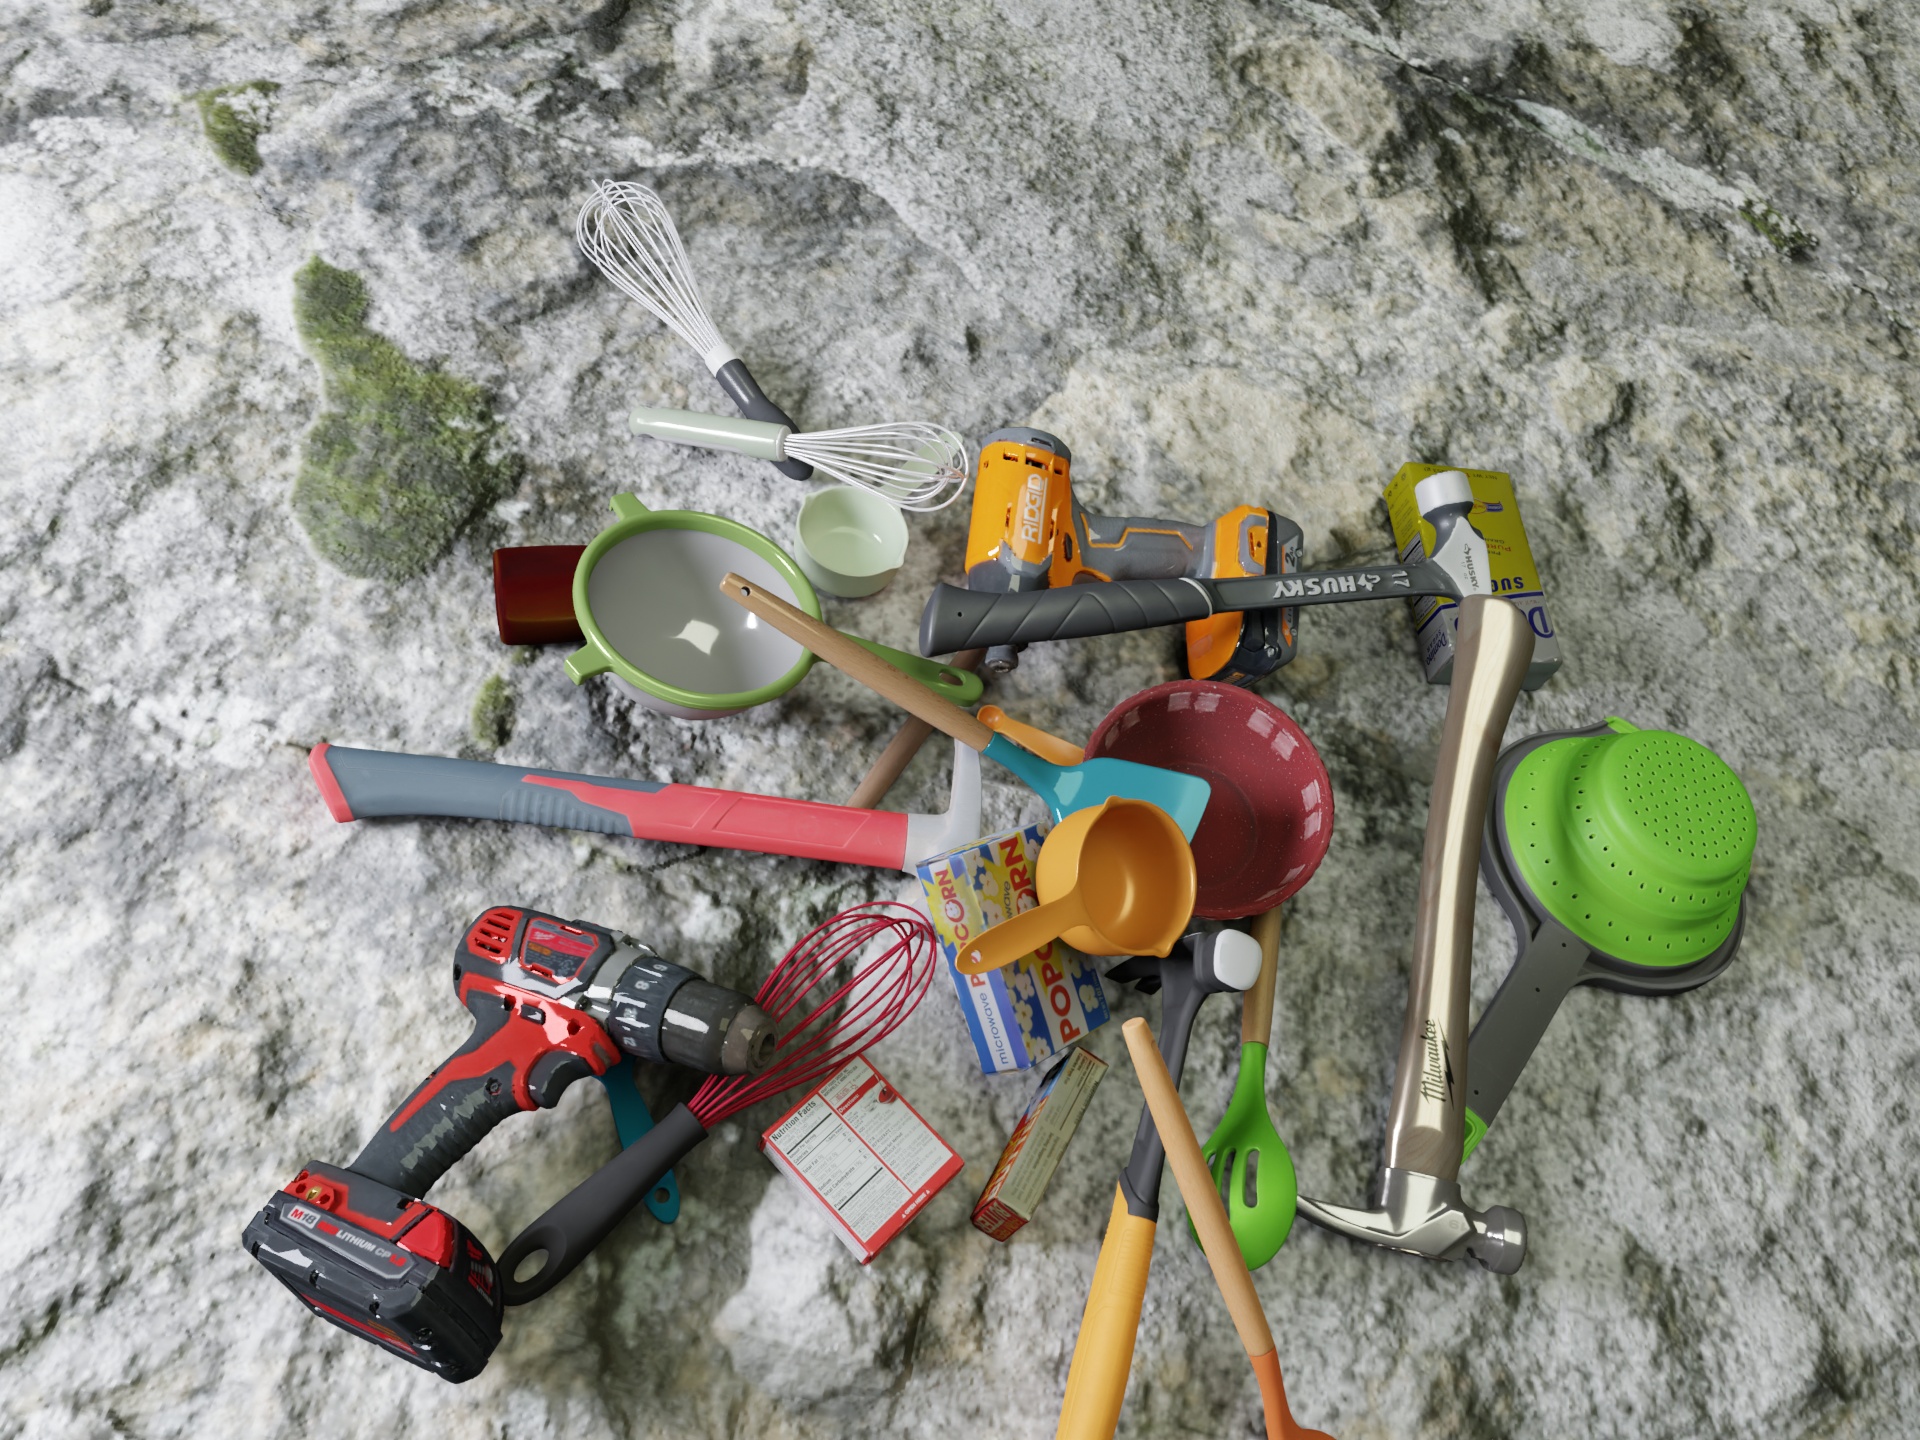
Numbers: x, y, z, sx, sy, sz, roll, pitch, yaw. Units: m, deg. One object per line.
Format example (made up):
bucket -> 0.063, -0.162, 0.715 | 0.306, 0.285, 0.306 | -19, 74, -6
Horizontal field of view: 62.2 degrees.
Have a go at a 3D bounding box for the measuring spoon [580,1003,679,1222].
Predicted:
measuring spoon -> -0.178, 0.208, 0.858 | 0.042, 0.021, 0.129 | -17, 65, -24

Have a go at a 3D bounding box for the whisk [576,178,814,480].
whisk -> -0.187, -0.281, 1.143 | 0.070, 0.070, 0.285 | -29, 75, -28

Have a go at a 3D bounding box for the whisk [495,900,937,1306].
whisk -> -0.126, 0.199, 0.843 | 0.296, 0.073, 0.073 | -40, 75, -21

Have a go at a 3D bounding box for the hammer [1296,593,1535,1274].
hammer -> 0.288, 0.111, 0.969 | 0.146, 0.038, 0.411 | 13, 71, 1

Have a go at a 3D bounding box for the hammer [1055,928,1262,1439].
hammer -> 0.086, 0.279, 0.854 | 0.034, 0.127, 0.337 | 24, 65, -16

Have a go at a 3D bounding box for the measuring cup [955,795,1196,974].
measuring cup -> 0.053, 0.104, 0.882 | 0.173, 0.052, 0.095 | -21, 93, -34

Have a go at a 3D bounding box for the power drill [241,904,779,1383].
power drill -> -0.214, 0.201, 0.789 | 0.188, 0.080, 0.227 | 13, 51, 24

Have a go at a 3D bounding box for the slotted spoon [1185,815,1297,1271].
slotted spoon -> 0.178, 0.175, 0.963 | 0.031, 0.070, 0.314 | 47, 41, -34

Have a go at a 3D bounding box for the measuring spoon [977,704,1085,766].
measuring spoon -> 0.063, 0.023, 1.047 | 0.117, 0.011, 0.021 | 27, 61, -2

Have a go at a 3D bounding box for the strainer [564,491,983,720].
strainer -> -0.115, -0.038, 0.979 | 0.256, 0.069, 0.152 | 16, 49, -15

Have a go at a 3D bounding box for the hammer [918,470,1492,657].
hammer -> 0.167, -0.074, 1.015 | 0.409, 0.036, 0.149 | -7, 78, -19

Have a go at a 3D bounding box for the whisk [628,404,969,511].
whisk -> -0.112, -0.185, 1.075 | 0.246, 0.058, 0.059 | 11, 96, 14

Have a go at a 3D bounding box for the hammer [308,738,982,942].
hammer -> -0.179, 0.039, 0.940 | 0.386, 0.038, 0.143 | 8, 62, -7

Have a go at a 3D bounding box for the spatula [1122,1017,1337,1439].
spatula -> 0.153, 0.298, 0.812 | 0.081, 0.041, 0.322 | -30, 100, -54

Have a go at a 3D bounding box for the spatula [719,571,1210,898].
spatula -> -0.001, -0.003, 0.944 | 0.317, 0.044, 0.082 | 31, 78, -12

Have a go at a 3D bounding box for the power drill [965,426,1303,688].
power drill -> 0.110, -0.089, 1.061 | 0.226, 0.084, 0.164 | 14, 69, -17

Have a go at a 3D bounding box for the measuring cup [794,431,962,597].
measuring cup -> -0.051, -0.146, 1.104 | 0.083, 0.038, 0.168 | 36, 55, 8

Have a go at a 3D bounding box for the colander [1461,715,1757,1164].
colander -> 0.411, 0.122, 1.025 | 0.204, 0.094, 0.397 | 39, 57, 10

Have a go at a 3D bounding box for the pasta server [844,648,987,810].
pasta server -> 0.002, -0.034, 1.047 | 0.060, 0.040, 0.316 | 42, 57, -9
